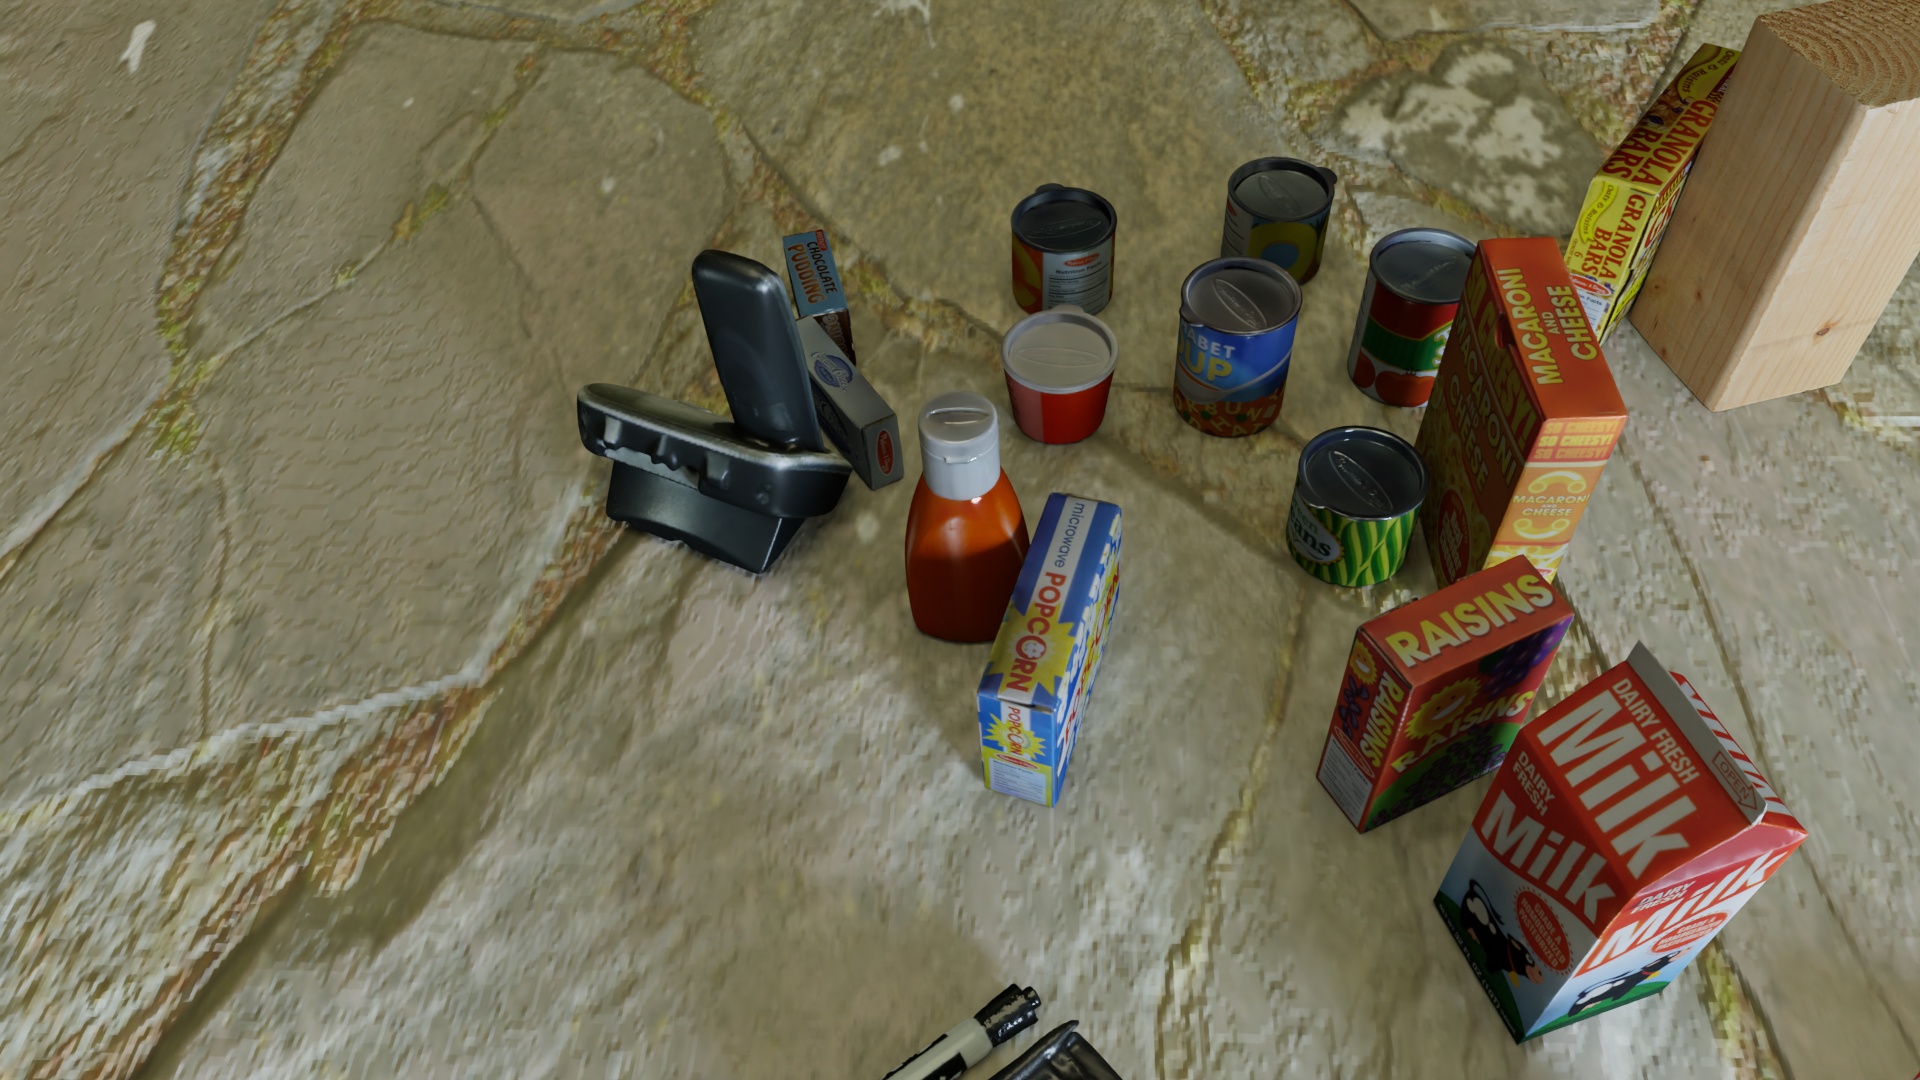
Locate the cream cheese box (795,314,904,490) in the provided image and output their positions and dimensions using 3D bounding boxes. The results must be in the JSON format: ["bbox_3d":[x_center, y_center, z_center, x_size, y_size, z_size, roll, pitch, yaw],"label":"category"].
[{"bbox_3d":[-0.070,-0.081,0.808,0.024,0.053,0.104,-27,54,-18],"label":"cream cheese box"}]

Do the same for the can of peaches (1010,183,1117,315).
[{"bbox_3d":[0.065,-0.183,0.882,0.071,0.057,0.071,-2,50,2],"label":"can of peaches"}]

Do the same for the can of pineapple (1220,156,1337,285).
[{"bbox_3d":[0.204,-0.203,0.891,0.071,0.057,0.071,-2,50,2],"label":"can of pineapple"}]

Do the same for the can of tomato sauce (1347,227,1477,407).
[{"bbox_3d":[0.267,-0.128,0.809,0.071,0.082,0.071,-2,50,2],"label":"can of tomato sauce"}]

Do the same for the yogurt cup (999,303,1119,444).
[{"bbox_3d":[0.057,-0.093,0.811,0.072,0.053,0.073,-2,50,2],"label":"yogurt cup"}]

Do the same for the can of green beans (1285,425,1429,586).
[{"bbox_3d":[0.209,-0.018,0.737,0.071,0.057,0.071,-2,50,2],"label":"can of green beans"}]

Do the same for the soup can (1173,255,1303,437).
[{"bbox_3d":[0.155,-0.110,0.800,0.071,0.083,0.072,-2,50,2],"label":"soup can"}]

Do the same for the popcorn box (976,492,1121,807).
[{"bbox_3d":[0.045,0.051,0.671,0.038,0.084,0.127,12,52,13],"label":"popcorn box"}]

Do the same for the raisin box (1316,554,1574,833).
[{"bbox_3d":[0.213,0.070,0.621,0.086,0.122,0.040,-21,52,-14],"label":"raisin box"}]

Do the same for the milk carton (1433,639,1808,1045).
[{"bbox_3d":[0.251,0.118,0.535,0.073,0.189,0.072,-16,51,-9],"label":"milk carton"}]

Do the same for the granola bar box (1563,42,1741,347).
[{"bbox_3d":[0.415,-0.204,0.837,0.039,0.123,0.166,30,58,25],"label":"granola bar box"}]

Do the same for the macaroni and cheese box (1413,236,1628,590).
[{"bbox_3d":[0.267,-0.046,0.686,0.040,0.165,0.124,-1,50,2],"label":"macaroni and cheese box"}]

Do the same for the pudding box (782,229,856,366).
[{"bbox_3d":[-0.088,-0.150,0.869,0.030,0.049,0.084,-12,51,-6],"label":"pudding box"}]

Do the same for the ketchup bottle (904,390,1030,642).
[{"bbox_3d":[0.002,-0.009,0.682,0.065,0.148,0.044,-1,50,3],"label":"ketchup bottle"}]
